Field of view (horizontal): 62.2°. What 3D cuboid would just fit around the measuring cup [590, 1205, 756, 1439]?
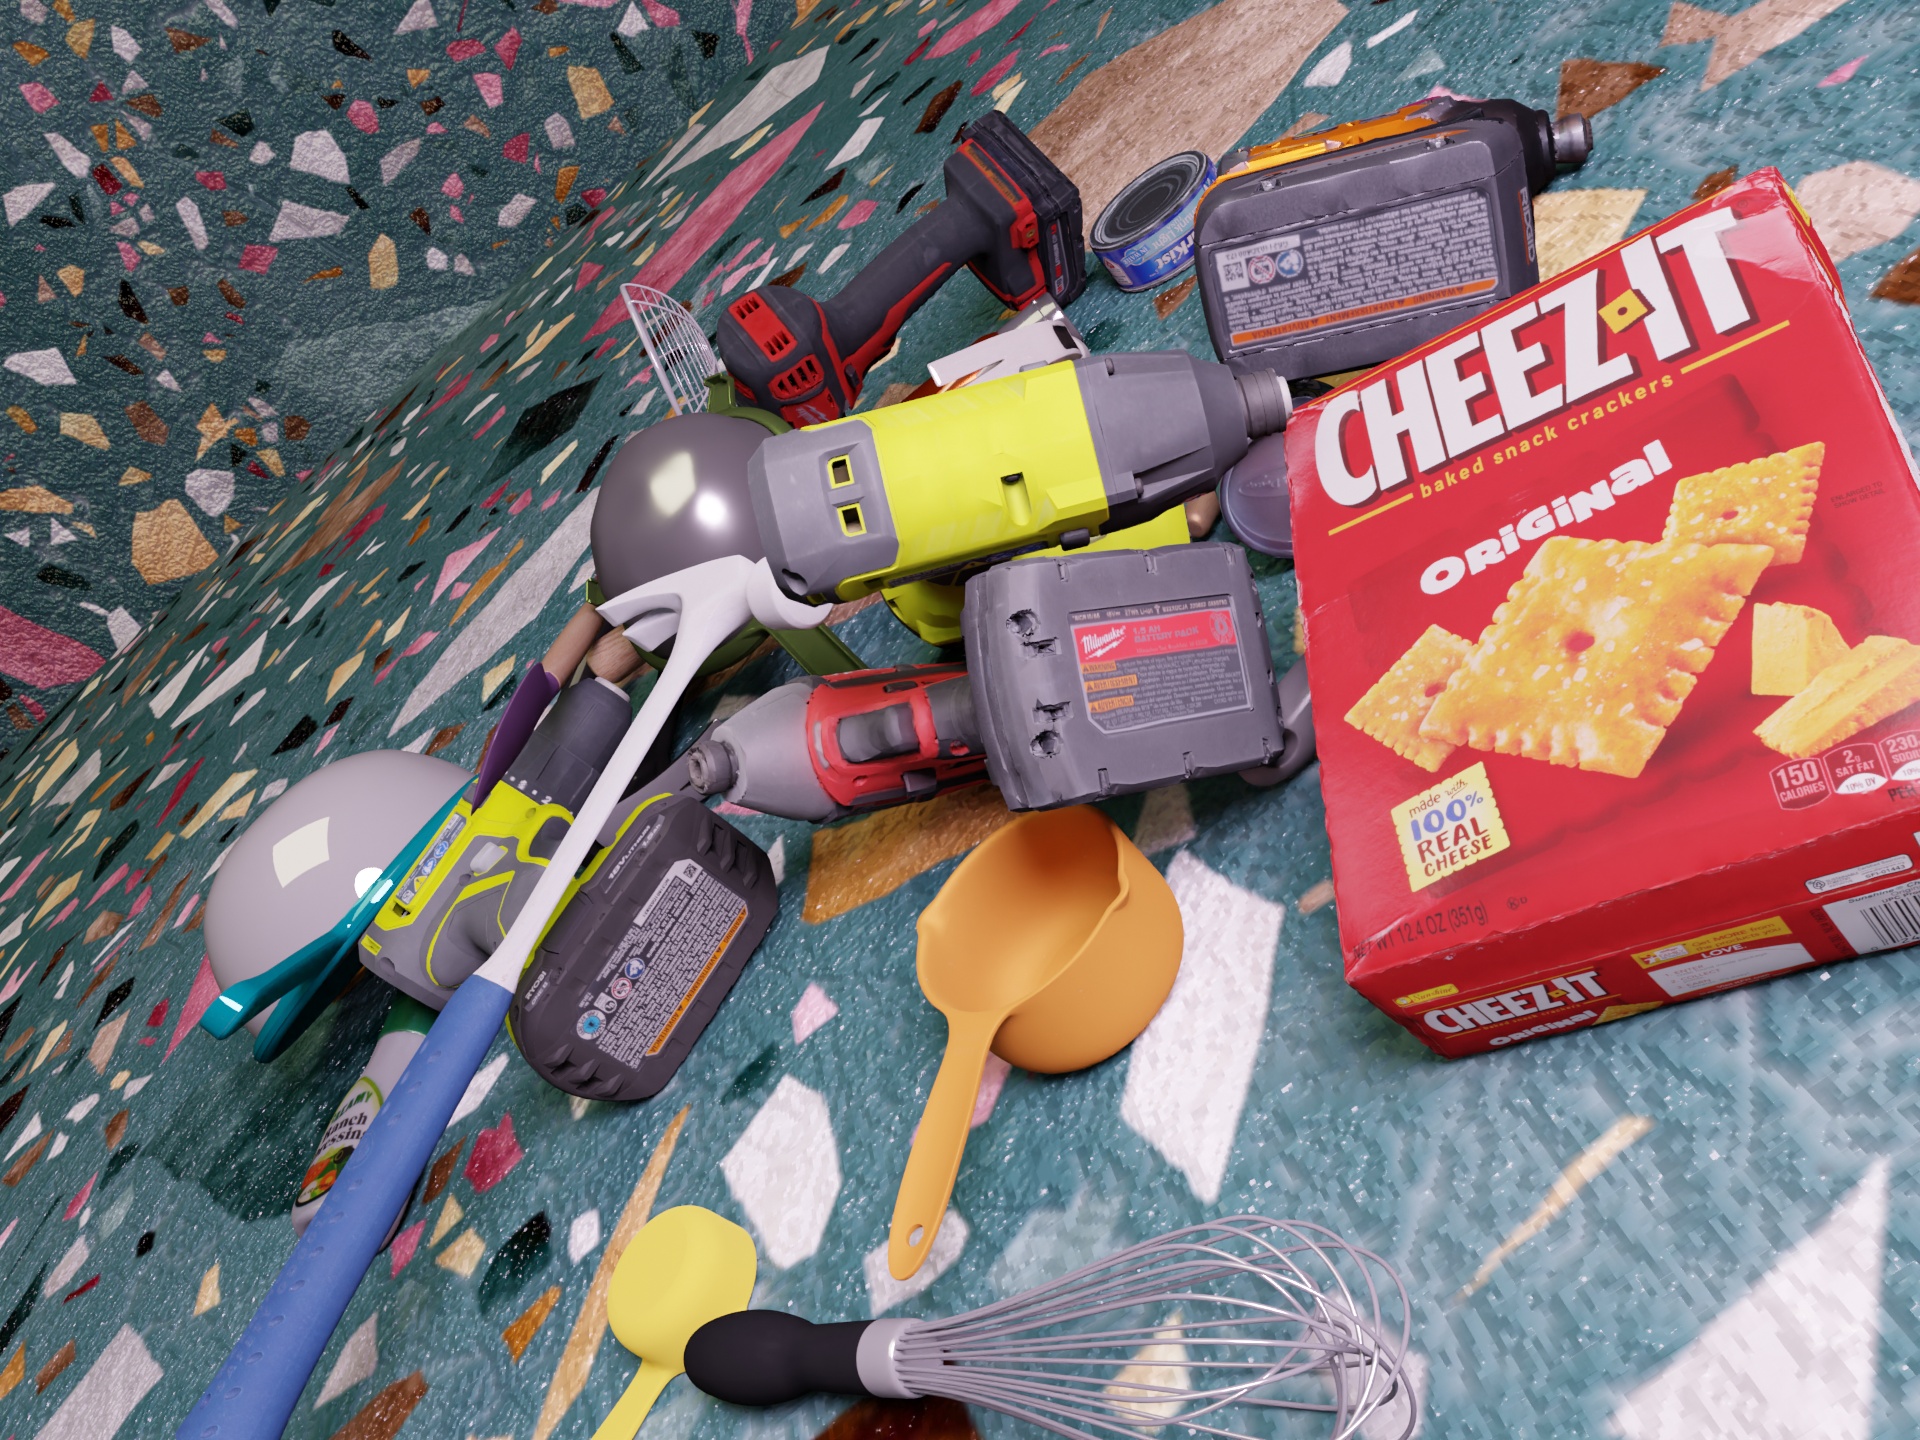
[{"bbox_3d":[-0.130,0.245,0.566,0.062,0.029,0.156,0,50,52],"label":"measuring cup"}]

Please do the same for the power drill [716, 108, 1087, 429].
[{"bbox_3d":[-0.035,-0.237,0.962,0.226,0.187,0.080,-38,72,-6],"label":"power drill"}]

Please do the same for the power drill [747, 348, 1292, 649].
[{"bbox_3d":[0.029,-0.081,0.594,0.171,0.080,0.223,-14,-1,5],"label":"power drill"}]

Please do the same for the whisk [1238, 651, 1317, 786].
[{"bbox_3d":[0.178,-0.070,0.567,0.239,0.055,0.055,-49,29,-1],"label":"whisk"}]

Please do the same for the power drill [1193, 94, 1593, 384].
[{"bbox_3d":[0.182,-0.211,0.656,0.164,0.084,0.227,-9,24,19],"label":"power drill"}]

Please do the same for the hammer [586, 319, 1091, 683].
[{"bbox_3d":[-0.077,-0.117,0.880,0.331,0.031,0.130,-33,-2,16],"label":"hammer"}]

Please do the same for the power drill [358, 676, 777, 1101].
[{"bbox_3d":[-0.190,0.074,0.783,0.229,0.080,0.190,16,68,51],"label":"power drill"}]

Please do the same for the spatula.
[{"bbox_3d":[-0.209,-0.027,0.820,0.316,0.018,0.059,-102,33,-73],"label":"spatula"}]

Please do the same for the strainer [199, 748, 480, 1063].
[{"bbox_3d":[-0.368,0.095,0.872,0.211,0.095,0.340,-51,6,2],"label":"strainer"}]

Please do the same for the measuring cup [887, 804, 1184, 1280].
[{"bbox_3d":[0.021,0.111,0.528,0.095,0.052,0.174,-15,42,42],"label":"measuring cup"}]

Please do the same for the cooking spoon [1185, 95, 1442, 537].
[{"bbox_3d":[0.171,-0.207,0.776,0.069,0.017,0.319,-5,47,47],"label":"cooking spoon"}]

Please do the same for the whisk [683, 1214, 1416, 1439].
[{"bbox_3d":[0.003,0.184,0.456,0.284,0.070,0.070,-22,36,43],"label":"whisk"}]

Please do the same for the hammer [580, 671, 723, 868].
[{"bbox_3d":[-0.168,-0.054,0.992,0.127,0.034,0.337,-32,31,22],"label":"hammer"}]

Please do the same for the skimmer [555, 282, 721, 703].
[{"bbox_3d":[-0.243,-0.126,1.072,0.090,0.127,0.363,13,70,10],"label":"skimmer"}]

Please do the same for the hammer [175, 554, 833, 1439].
[{"bbox_3d":[-0.189,0.099,0.656,0.144,0.035,0.406,0,56,48],"label":"hammer"}]

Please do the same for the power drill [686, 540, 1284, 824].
[{"bbox_3d":[-0.001,-0.002,0.592,0.143,0.078,0.220,-9,-3,-35],"label":"power drill"}]

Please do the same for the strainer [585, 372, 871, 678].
[{"bbox_3d":[-0.121,-0.074,0.799,0.257,0.069,0.151,44,106,40],"label":"strainer"}]
